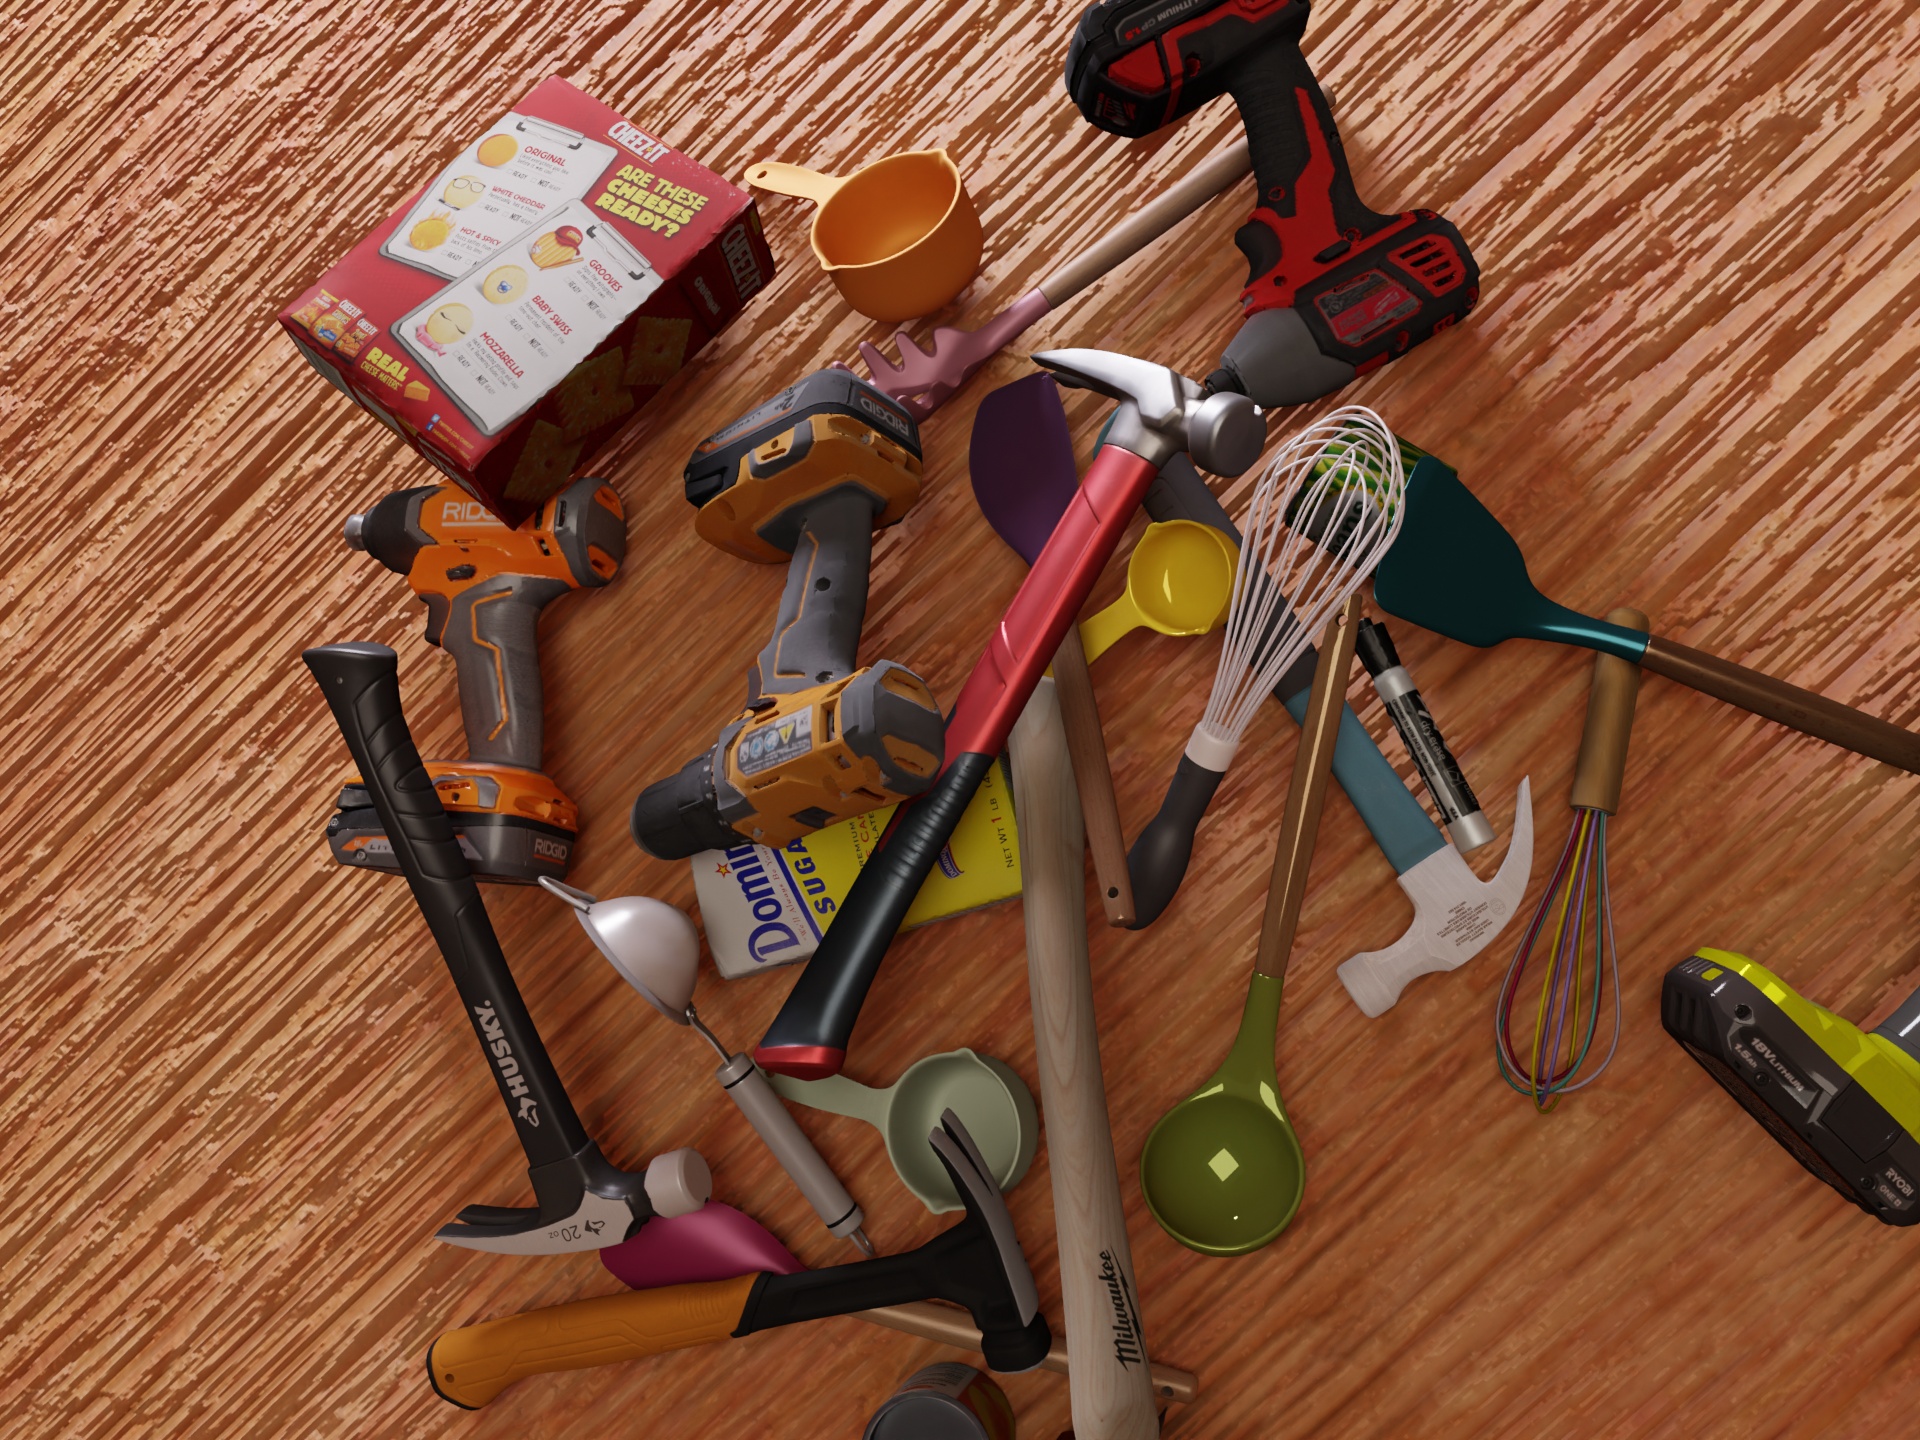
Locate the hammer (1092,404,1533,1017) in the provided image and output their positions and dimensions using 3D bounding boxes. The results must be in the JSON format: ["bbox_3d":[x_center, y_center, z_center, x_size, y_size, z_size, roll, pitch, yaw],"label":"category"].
[{"bbox_3d":[0.166,-0.026,0.802,0.128,0.033,0.331,-34,76,8],"label":"hammer"}]

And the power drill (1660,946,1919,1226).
[{"bbox_3d":[0.428,0.091,0.692,0.223,0.080,0.171,-45,87,2],"label":"power drill"}]

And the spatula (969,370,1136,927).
[{"bbox_3d":[0.049,-0.045,0.800,0.060,0.018,0.316,-21,61,20],"label":"spatula"}]

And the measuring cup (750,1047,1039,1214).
[{"bbox_3d":[-0.035,0.198,0.822,0.168,0.038,0.083,10,87,30],"label":"measuring cup"}]

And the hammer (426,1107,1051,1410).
[{"bbox_3d":[-0.129,0.291,0.801,0.337,0.034,0.127,-18,98,18],"label":"hammer"}]

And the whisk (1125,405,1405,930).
[{"bbox_3d":[0.132,-0.016,0.755,0.070,0.070,0.284,29,116,15],"label":"whisk"}]

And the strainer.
[{"bbox_3d":[-0.118,0.170,0.811,0.050,0.087,0.258,-35,95,-2],"label":"strainer"}]

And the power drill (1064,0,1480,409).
[{"bbox_3d":[0.148,-0.267,0.800,0.143,0.078,0.219,-30,89,-1],"label":"power drill"}]

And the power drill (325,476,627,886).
[{"bbox_3d":[-0.281,-0.027,0.885,0.164,0.084,0.226,2,78,14],"label":"power drill"}]

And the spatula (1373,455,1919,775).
[{"bbox_3d":[0.343,-0.026,0.733,0.317,0.044,0.082,22,72,5],"label":"spatula"}]

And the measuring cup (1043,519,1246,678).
[{"bbox_3d":[0.081,-0.046,0.812,0.156,0.029,0.062,-36,72,35],"label":"measuring cup"}]

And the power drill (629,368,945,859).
[{"bbox_3d":[-0.095,-0.043,0.808,0.185,0.084,0.226,-22,58,34],"label":"power drill"}]

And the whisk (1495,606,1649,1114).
[{"bbox_3d":[0.297,0.065,0.759,0.047,0.051,0.245,17,80,-20],"label":"whisk"}]

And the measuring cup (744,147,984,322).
[{"bbox_3d":[-0.058,-0.274,0.886,0.174,0.052,0.095,31,75,40],"label":"measuring cup"}]

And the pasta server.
[{"bbox_3d":[0.065,-0.248,0.854,0.316,0.040,0.060,-35,48,5],"label":"pasta server"}]

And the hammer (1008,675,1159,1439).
[{"bbox_3d":[0.046,0.166,0.723,0.038,0.146,0.411,-26,58,38],"label":"hammer"}]

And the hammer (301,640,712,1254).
[{"bbox_3d":[-0.254,0.115,0.806,0.146,0.035,0.335,-21,95,16],"label":"hammer"}]

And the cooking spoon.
[{"bbox_3d":[-0.038,0.299,0.807,0.319,0.017,0.068,10,105,12],"label":"cooking spoon"}]

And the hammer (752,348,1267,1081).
[{"bbox_3d":[-0.001,-0.002,0.779,0.143,0.038,0.386,31,91,45],"label":"hammer"}]

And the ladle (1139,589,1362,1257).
[{"bbox_3d":[0.149,0.096,0.752,0.078,0.062,0.320,13,95,20],"label":"ladle"}]
